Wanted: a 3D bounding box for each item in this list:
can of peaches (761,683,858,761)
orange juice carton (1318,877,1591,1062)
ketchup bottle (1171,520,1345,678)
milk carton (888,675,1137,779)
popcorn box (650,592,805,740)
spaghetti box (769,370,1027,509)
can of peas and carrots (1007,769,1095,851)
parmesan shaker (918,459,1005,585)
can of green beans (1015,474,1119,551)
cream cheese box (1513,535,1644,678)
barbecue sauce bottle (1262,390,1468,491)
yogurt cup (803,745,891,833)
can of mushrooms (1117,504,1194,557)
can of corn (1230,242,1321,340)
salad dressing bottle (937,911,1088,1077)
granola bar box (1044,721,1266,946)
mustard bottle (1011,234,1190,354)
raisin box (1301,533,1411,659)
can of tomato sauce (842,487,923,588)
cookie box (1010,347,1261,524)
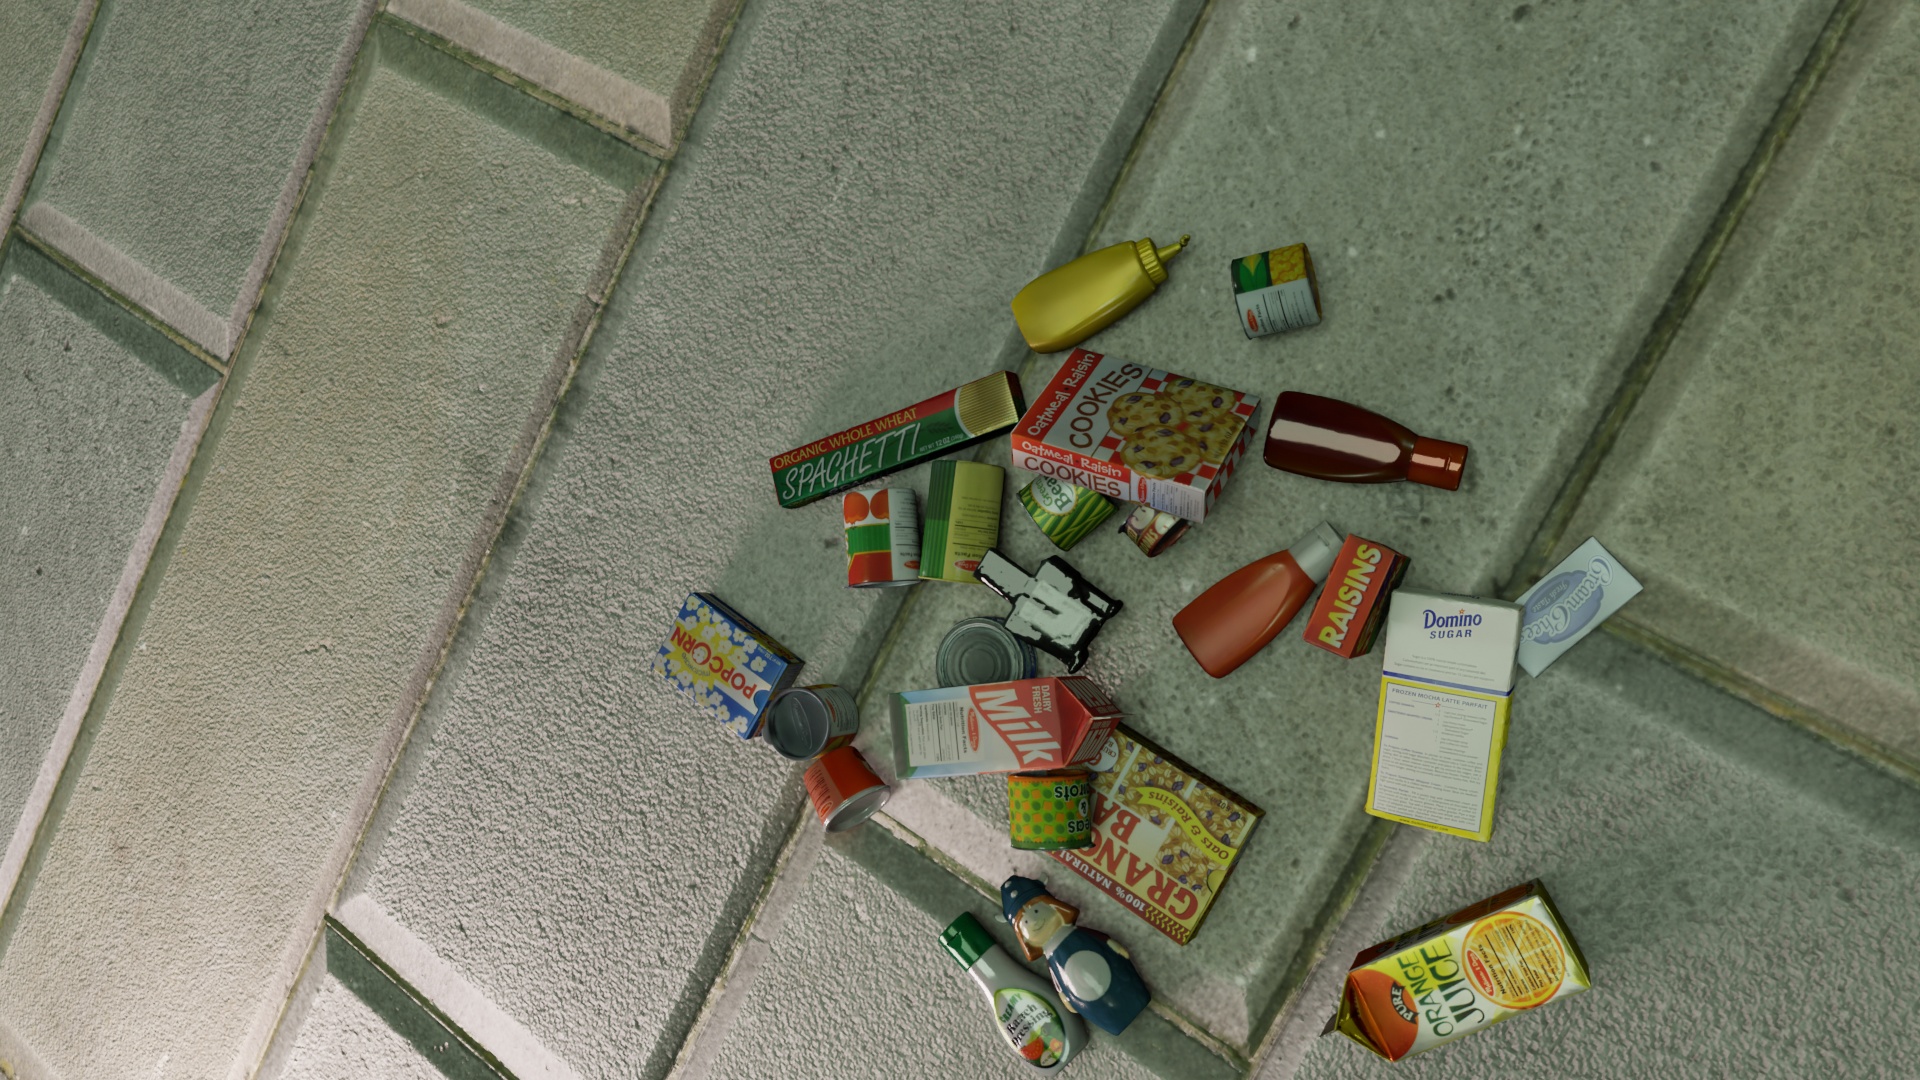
[{"bbox_3d":[-0.135,0.164,1.252,0.071,0.058,0.071,-1,87,23],"label":"can of peaches"},{"bbox_3d":[0.357,0.326,1.029,0.192,0.072,0.073,-30,76,18],"label":"orange juice carton"},{"bbox_3d":[0.244,0.043,1.109,0.148,0.043,0.065,-40,61,15],"label":"ketchup bottle"},{"bbox_3d":[0.043,0.150,1.131,0.190,0.072,0.073,-9,82,24],"label":"milk carton"},{"bbox_3d":[-0.219,0.116,1.301,0.127,0.038,0.085,33,98,21],"label":"popcorn box"},{"bbox_3d":[-0.060,-0.088,1.252,0.250,0.029,0.050,-18,79,20],"label":"spaghetti box"},{"bbox_3d":[0.074,0.216,1.113,0.071,0.071,0.059,-5,85,22],"label":"can of peas and carrots"},{"bbox_3d":[0.004,-0.015,1.203,0.071,0.071,0.103,6,88,23],"label":"parmesan shaker"},{"bbox_3d":[0.091,-0.034,1.165,0.057,0.071,0.071,-40,73,16],"label":"can of green beans"},{"bbox_3d":[0.449,0.050,1.034,0.103,0.024,0.053,-45,73,14],"label":"cream cheese box"},{"bbox_3d":[0.317,-0.073,1.086,0.148,0.044,0.065,15,93,22],"label":"barbecue sauce bottle"},{"bbox_3d":[-0.103,0.220,1.233,0.072,0.072,0.054,-42,65,15],"label":"yogurt cup"},{"bbox_3d":[0.164,-0.018,1.133,0.071,0.071,0.033,-46,73,14],"label":"can of mushrooms"},{"bbox_3d":[0.253,-0.201,1.110,0.058,0.071,0.071,-11,83,21],"label":"can of corn"},{"bbox_3d":[0.042,0.381,1.172,0.148,0.044,0.064,45,105,19],"label":"salad dressing bottle"},{"bbox_3d":[0.146,0.232,1.141,0.166,0.039,0.124,31,99,22],"label":"granola bar box"},{"bbox_3d":[0.124,-0.215,1.173,0.160,0.049,0.065,-25,78,19],"label":"mustard bottle"},{"bbox_3d":[0.299,0.042,1.043,0.040,0.123,0.086,25,97,22],"label":"raisin box"},{"bbox_3d":[-0.071,-0.001,1.231,0.071,0.071,0.083,-7,84,22],"label":"can of tomato sauce"},{"bbox_3d":[0.141,-0.087,1.124,0.167,0.040,0.123,19,50,23],"label":"cookie box"}]
